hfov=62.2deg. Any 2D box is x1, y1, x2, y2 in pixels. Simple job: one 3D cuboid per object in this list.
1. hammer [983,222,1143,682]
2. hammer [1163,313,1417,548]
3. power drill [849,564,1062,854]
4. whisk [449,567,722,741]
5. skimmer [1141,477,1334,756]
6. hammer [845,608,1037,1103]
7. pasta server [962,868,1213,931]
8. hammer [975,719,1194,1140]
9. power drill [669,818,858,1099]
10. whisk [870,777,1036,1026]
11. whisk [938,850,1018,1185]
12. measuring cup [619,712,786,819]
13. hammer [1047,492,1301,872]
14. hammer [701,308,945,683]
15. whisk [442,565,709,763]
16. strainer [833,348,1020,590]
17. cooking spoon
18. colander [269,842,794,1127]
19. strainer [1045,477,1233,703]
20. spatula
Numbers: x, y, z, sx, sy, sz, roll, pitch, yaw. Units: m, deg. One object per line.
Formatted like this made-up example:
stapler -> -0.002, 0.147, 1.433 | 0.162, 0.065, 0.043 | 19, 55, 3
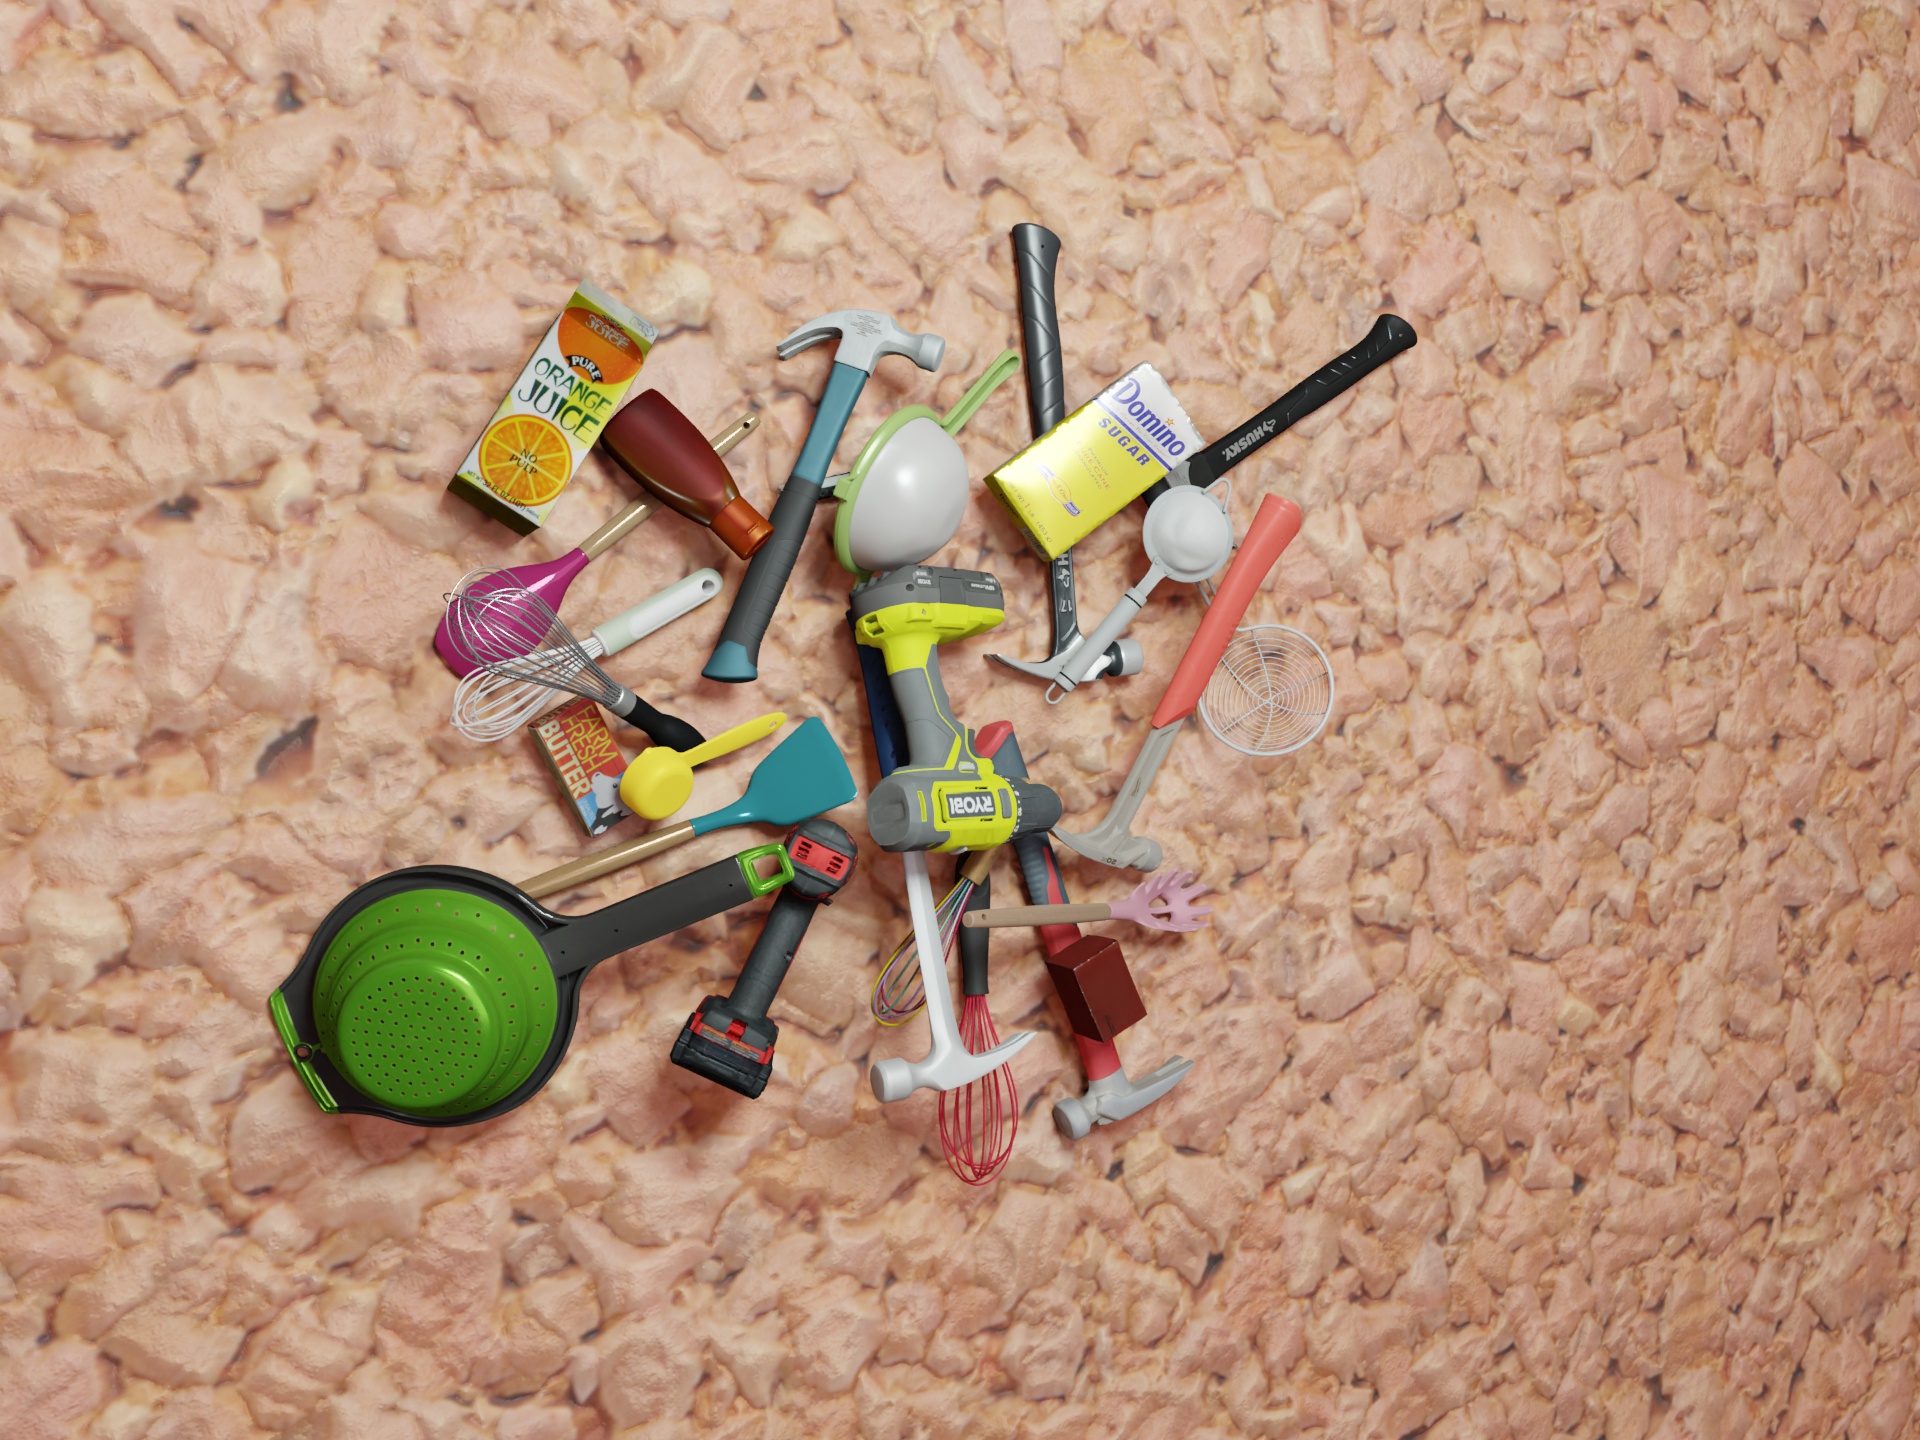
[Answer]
hammer -> 0.078, -0.235, 1.422 | 0.149, 0.036, 0.409 | -7, 95, -24
hammer -> 0.320, -0.296, 1.533 | 0.335, 0.035, 0.146 | -35, 105, -20
power drill -> -0.002, -0.004, 1.309 | 0.190, 0.080, 0.229 | 0, 76, -45
whisk -> -0.289, -0.057, 1.248 | 0.246, 0.059, 0.057 | -34, 120, -25
skimmer -> 0.221, -0.133, 1.450 | 0.127, 0.090, 0.363 | -29, 110, 8
hammer -> -0.036, 0.102, 1.327 | 0.144, 0.035, 0.406 | -6, 81, -27
pasta server -> 0.116, 0.166, 1.395 | 0.316, 0.040, 0.060 | 5, 64, -48
hammer -> 0.101, 0.179, 1.447 | 0.143, 0.038, 0.386 | -22, 101, -24
power drill -> -0.149, 0.181, 1.279 | 0.078, 0.143, 0.220 | 26, 85, -4
whisk -> -0.002, 0.157, 1.376 | 0.047, 0.051, 0.245 | 32, 85, 3
whisk -> 0.014, 0.260, 1.401 | 0.073, 0.073, 0.296 | 0, 86, -25
measuring cup -> -0.198, 0.033, 1.273 | 0.156, 0.029, 0.062 | -27, 138, -30
hammer -> 0.198, -0.038, 1.409 | 0.149, 0.037, 0.359 | 23, 96, -42
hammer -> -0.130, -0.182, 1.295 | 0.128, 0.033, 0.331 | 21, 84, 6
whisk -> -0.278, -0.030, 1.199 | 0.284, 0.070, 0.070 | 40, 74, -50
strainer -> -0.006, -0.215, 1.325 | 0.069, 0.151, 0.256 | 29, 64, 19
cooking spoon -> -0.280, -0.148, 1.263 | 0.319, 0.017, 0.068 | -43, 109, -18
colander -> -0.309, 0.183, 1.156 | 0.397, 0.094, 0.204 | -22, 101, -4
strainer -> 0.162, -0.113, 1.407 | 0.086, 0.050, 0.258 | 40, 90, -12
spatula -> -0.241, 0.090, 1.278 | 0.317, 0.044, 0.082 | -21, 70, -21
